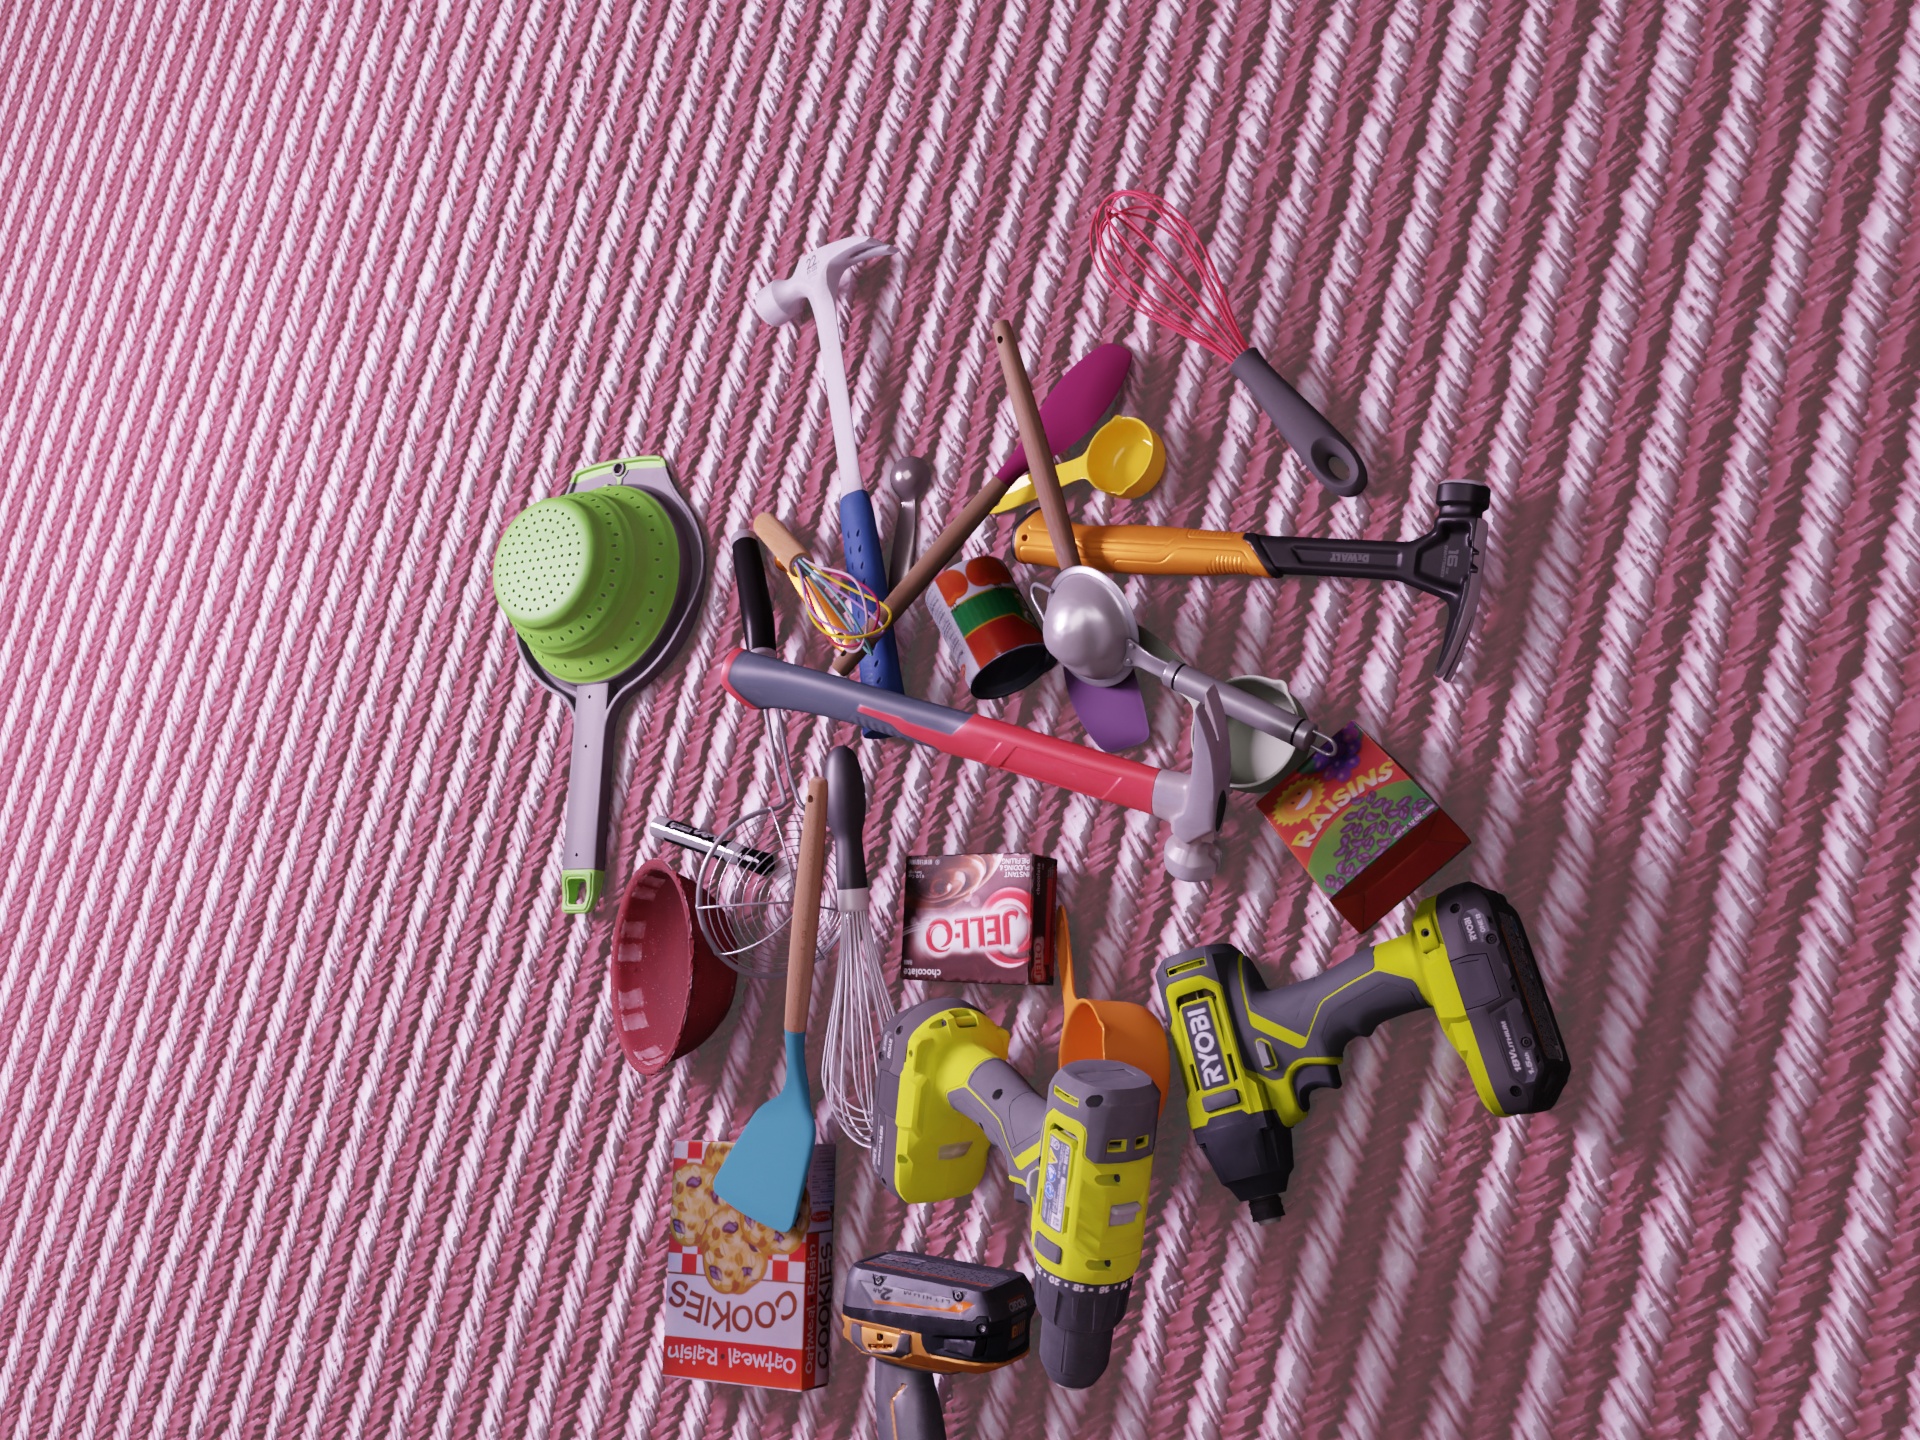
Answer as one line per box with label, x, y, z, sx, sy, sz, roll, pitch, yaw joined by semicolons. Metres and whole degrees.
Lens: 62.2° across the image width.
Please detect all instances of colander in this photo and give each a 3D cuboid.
colander;-0.324;-0.042;1.317;0.204;0.094;0.397;-5;76;28

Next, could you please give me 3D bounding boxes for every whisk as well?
whisk;-0.109;-0.109;1.203;0.047;0.051;0.245;-42;35;0
whisk;-0.074;0.159;1.127;0.070;0.070;0.285;-8;85;27
whisk;0.186;-0.265;1.113;0.073;0.073;0.296;-41;69;15

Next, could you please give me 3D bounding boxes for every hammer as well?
hammer;-0.081;-0.187;1.239;0.144;0.035;0.406;-22;70;40
hammer;-0.002;-0.003;1.093;0.386;0.038;0.143;16;131;24
hammer;0.183;-0.106;1.085;0.337;0.034;0.127;8;88;32

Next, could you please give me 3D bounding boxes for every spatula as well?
spatula;0.070;-0.131;1.122;0.060;0.018;0.316;-18;86;40
spatula;-0.120;0.195;1.116;0.082;0.044;0.317;15;103;39

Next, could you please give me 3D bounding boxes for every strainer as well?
strainer;0.134;-0.034;1.050;0.259;0.050;0.086;28;129;30

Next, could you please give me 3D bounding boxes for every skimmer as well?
skimmer;-0.157;0.016;1.229;0.090;0.127;0.364;-50;43;44

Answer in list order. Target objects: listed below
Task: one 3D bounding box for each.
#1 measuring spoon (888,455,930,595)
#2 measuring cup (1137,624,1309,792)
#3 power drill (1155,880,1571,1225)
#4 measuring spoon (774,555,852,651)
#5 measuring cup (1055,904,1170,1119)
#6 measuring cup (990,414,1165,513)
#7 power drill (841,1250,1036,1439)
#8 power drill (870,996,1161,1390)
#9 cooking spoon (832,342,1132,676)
measuring spoon;-0.046;-0.148;1.232;0.034;0.018;0.124;0;78;29
measuring cup;0.169;-0.015;1.078;0.083;0.038;0.168;-52;53;10
power drill;0.240;0.201;0.966;0.223;0.080;0.171;-23;68;27
measuring spoon;-0.118;-0.096;1.264;0.021;0.011;0.117;-44;62;14
measuring cup;0.097;0.195;1.059;0.174;0.052;0.095;-96;19;-44
measuring cup;0.083;-0.176;1.171;0.156;0.029;0.062;-15;69;38
power drill;0.000;0.477;1.034;0.185;0.084;0.226;1;83;27
power drill;0.033;0.285;1.000;0.229;0.080;0.190;17;103;56
cooking spoon;0.014;-0.156;1.170;0.319;0.017;0.069;-49;40;0
